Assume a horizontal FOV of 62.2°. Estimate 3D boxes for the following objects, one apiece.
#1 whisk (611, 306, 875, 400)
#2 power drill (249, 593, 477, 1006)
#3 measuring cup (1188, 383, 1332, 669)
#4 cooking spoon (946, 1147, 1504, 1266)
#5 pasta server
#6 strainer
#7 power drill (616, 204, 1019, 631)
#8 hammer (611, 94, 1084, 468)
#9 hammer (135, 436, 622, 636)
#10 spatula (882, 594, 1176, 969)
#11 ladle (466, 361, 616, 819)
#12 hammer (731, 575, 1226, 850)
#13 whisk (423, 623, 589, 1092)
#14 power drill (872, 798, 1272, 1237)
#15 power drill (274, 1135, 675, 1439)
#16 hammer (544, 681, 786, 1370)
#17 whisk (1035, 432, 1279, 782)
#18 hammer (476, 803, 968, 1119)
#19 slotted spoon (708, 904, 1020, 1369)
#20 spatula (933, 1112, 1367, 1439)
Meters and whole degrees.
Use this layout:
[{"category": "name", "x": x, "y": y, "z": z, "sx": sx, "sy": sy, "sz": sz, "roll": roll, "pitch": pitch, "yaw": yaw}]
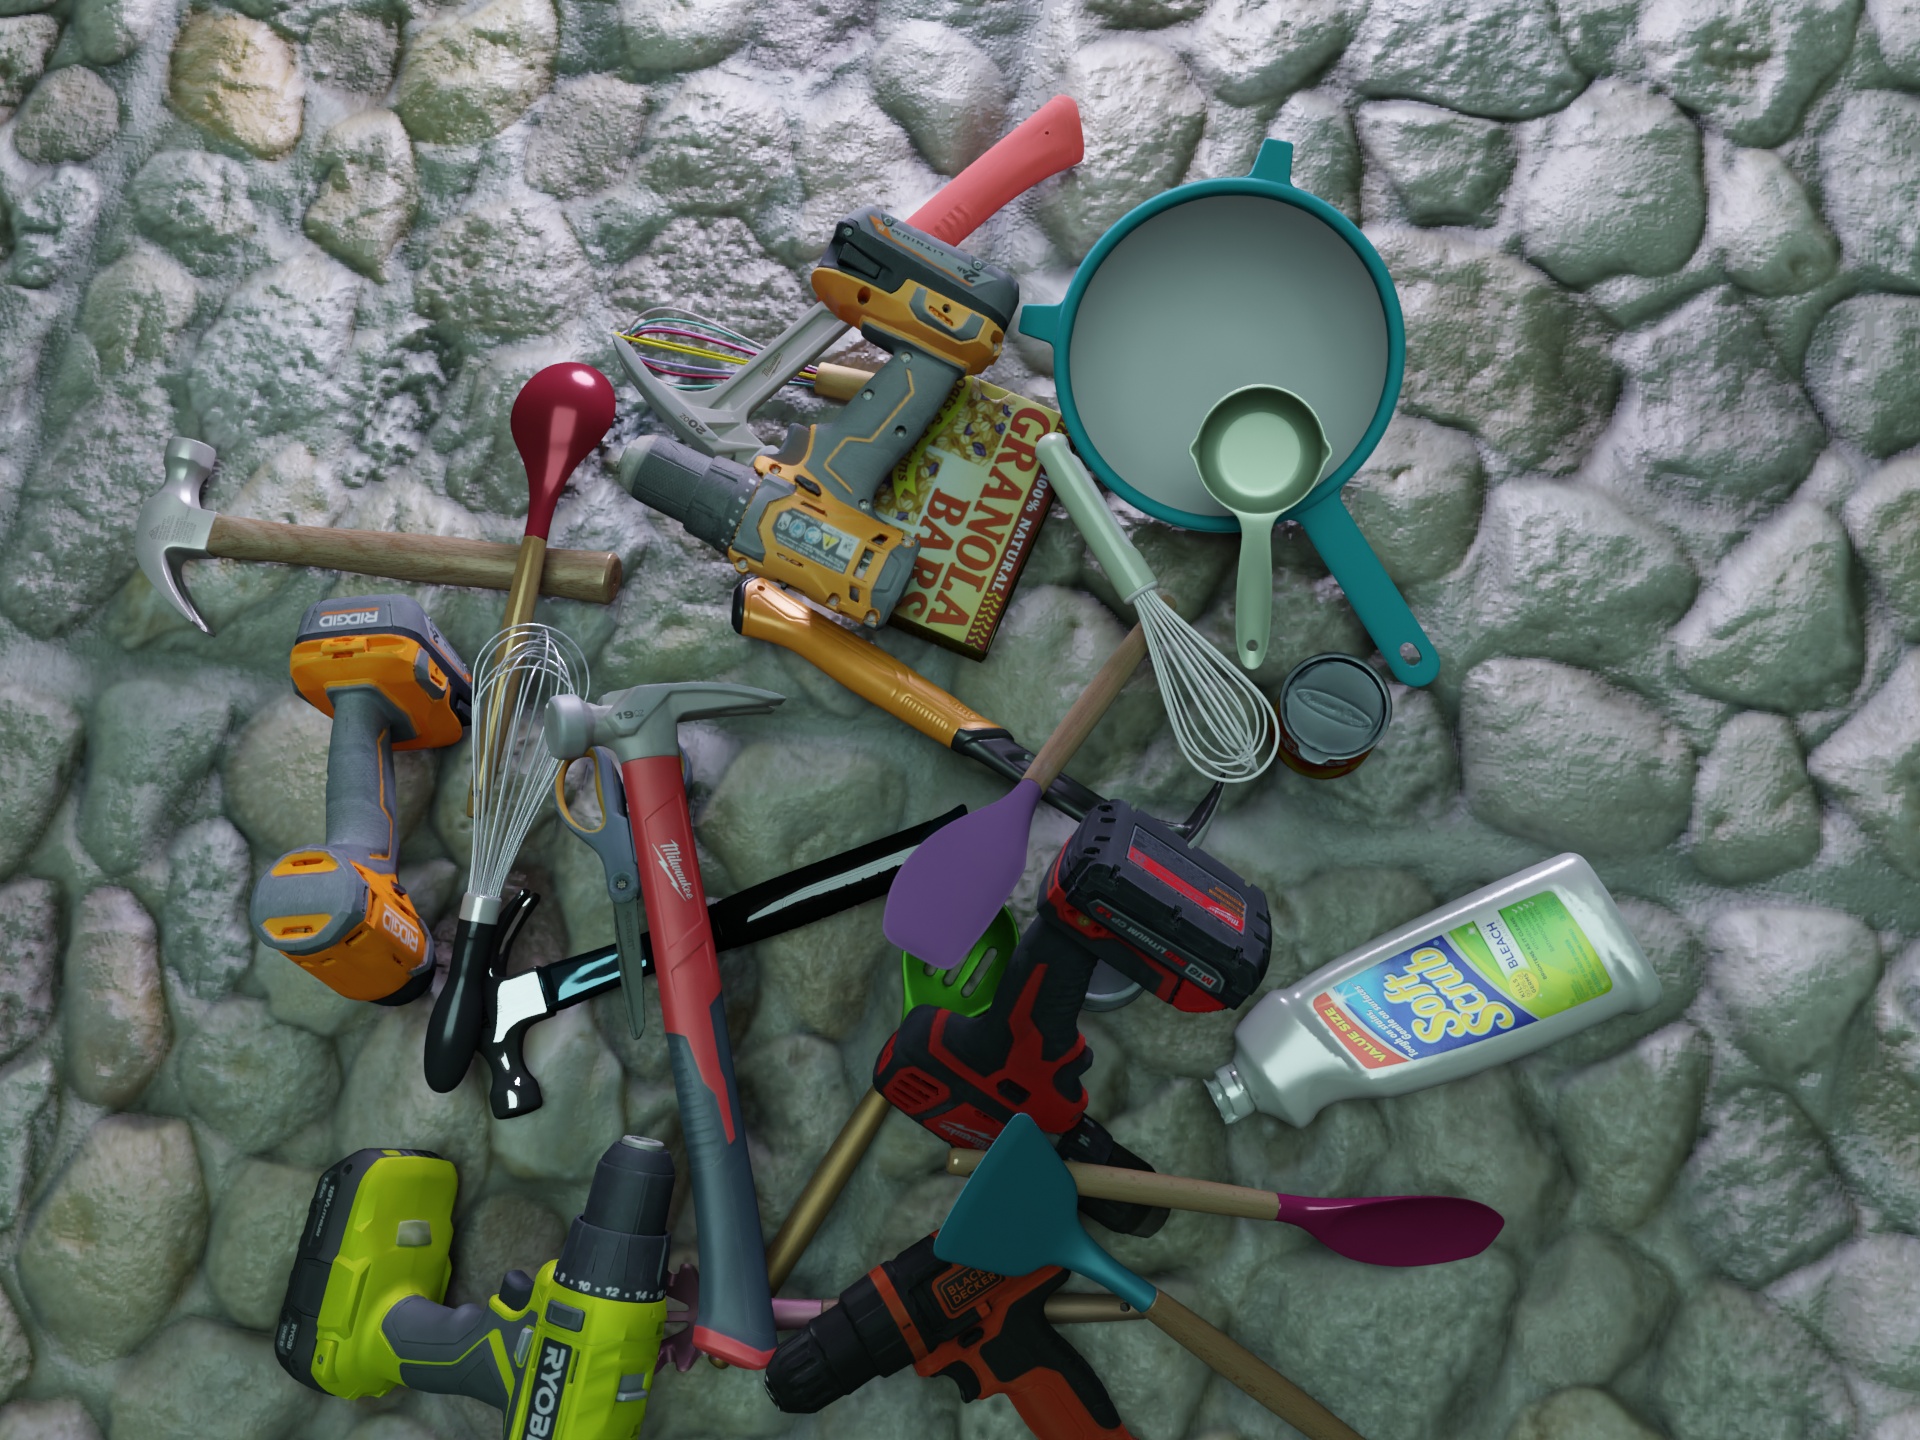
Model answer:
[{"category": "whisk", "x": -0.117, "y": -0.233, "z": 1.067, "sx": 0.245, "sy": 0.047, "sz": 0.051, "roll": 13, "pitch": 75, "yaw": 5}, {"category": "power drill", "x": -0.351, "y": 0.057, "z": 0.962, "sx": 0.084, "sy": 0.164, "sz": 0.227, "roll": -5, "pitch": 62, "yaw": 3}, {"category": "measuring cup", "x": 0.177, "y": -0.116, "z": 0.952, "sx": 0.083, "sy": 0.038, "sz": 0.167, "roll": 2, "pitch": 101, "yaw": 10}, {"category": "cooking spoon", "x": 0.147, "y": 0.261, "z": 0.867, "sx": 0.318, "sy": 0.068, "sz": 0.017, "roll": 11, "pitch": 38, "yaw": -11}, {"category": "pasta server", "x": -0.051, "y": 0.334, "z": 0.897, "sx": 0.316, "sy": 0.040, "sz": 0.060, "roll": 0, "pitch": 70, "yaw": -2}, {"category": "strainer", "x": 0.202, "y": -0.173, "z": 1.006, "sx": 0.211, "sy": 0.095, "sz": 0.340, "roll": -32, "pitch": 93, "yaw": 13}, {"category": "power drill", "x": -0.084, "y": -0.190, "z": 0.959, "sx": 0.185, "sy": 0.084, "sz": 0.226, "roll": 25, "pitch": 86, "yaw": -5}, {"category": "hammer", "x": -0.055, "y": -0.306, "z": 1.058, "sx": 0.149, "sy": 0.036, "sz": 0.359, "roll": 43, "pitch": 74, "yaw": 10}, {"category": "hammer", "x": -0.390, "y": -0.109, "z": 1.061, "sx": 0.331, "sy": 0.031, "sz": 0.130, "roll": 7, "pitch": 75, "yaw": 6}, {"category": "spatula", "x": 0.052, "y": 0.022, "z": 0.926, "sx": 0.060, "sy": 0.018, "sz": 0.316, "roll": 27, "pitch": 52, "yaw": 16}, {"category": "ladle", "x": -0.279, "y": -0.091, "z": 1.020, "sx": 0.069, "sy": 0.031, "sz": 0.315, "roll": 7, "pitch": 76, "yaw": 6}, {"category": "hammer", "x": -0.002, "y": -0.003, "z": 0.983, "sx": 0.337, "sy": 0.034, "sz": 0.127, "roll": 31, "pitch": 44, "yaw": 19}, {"category": "whisk", "x": -0.282, "y": 0.081, "z": 0.953, "sx": 0.070, "sy": 0.070, "sz": 0.285, "roll": 10, "pitch": 83, "yaw": 7}, {"category": "power drill", "x": 0.078, "y": 0.176, "z": 0.870, "sx": 0.188, "sy": 0.080, "sz": 0.226, "roll": 34, "pitch": 118, "yaw": -2}, {"category": "power drill", "x": -0.255, "y": 0.307, "z": 0.865, "sx": 0.228, "sy": 0.080, "sz": 0.191, "roll": 5, "pitch": 78, "yaw": 31}, {"category": "hammer", "x": -0.138, "y": 0.164, "z": 0.910, "sx": 0.143, "sy": 0.038, "sz": 0.386, "roll": -5, "pitch": 74, "yaw": -28}, {"category": "whisk", "x": 0.114, "y": -0.071, "z": 0.966, "sx": 0.059, "sy": 0.057, "sz": 0.246, "roll": -32, "pitch": 81, "yaw": 12}, {"category": "hammer", "x": -0.145, "y": 0.127, "z": 0.976, "sx": 0.331, "sy": 0.033, "sz": 0.128, "roll": -20, "pitch": 75, "yaw": -1}, {"category": "slotted spoon", "x": -0.060, "y": 0.240, "z": 0.942, "sx": 0.070, "sy": 0.031, "sz": 0.314, "roll": 30, "pitch": 81, "yaw": 9}, {"category": "spatula", "x": 0.122, "y": 0.323, "z": 0.837, "sx": 0.317, "sy": 0.044, "sz": 0.082, "roll": 38, "pitch": 74, "yaw": -11}]
